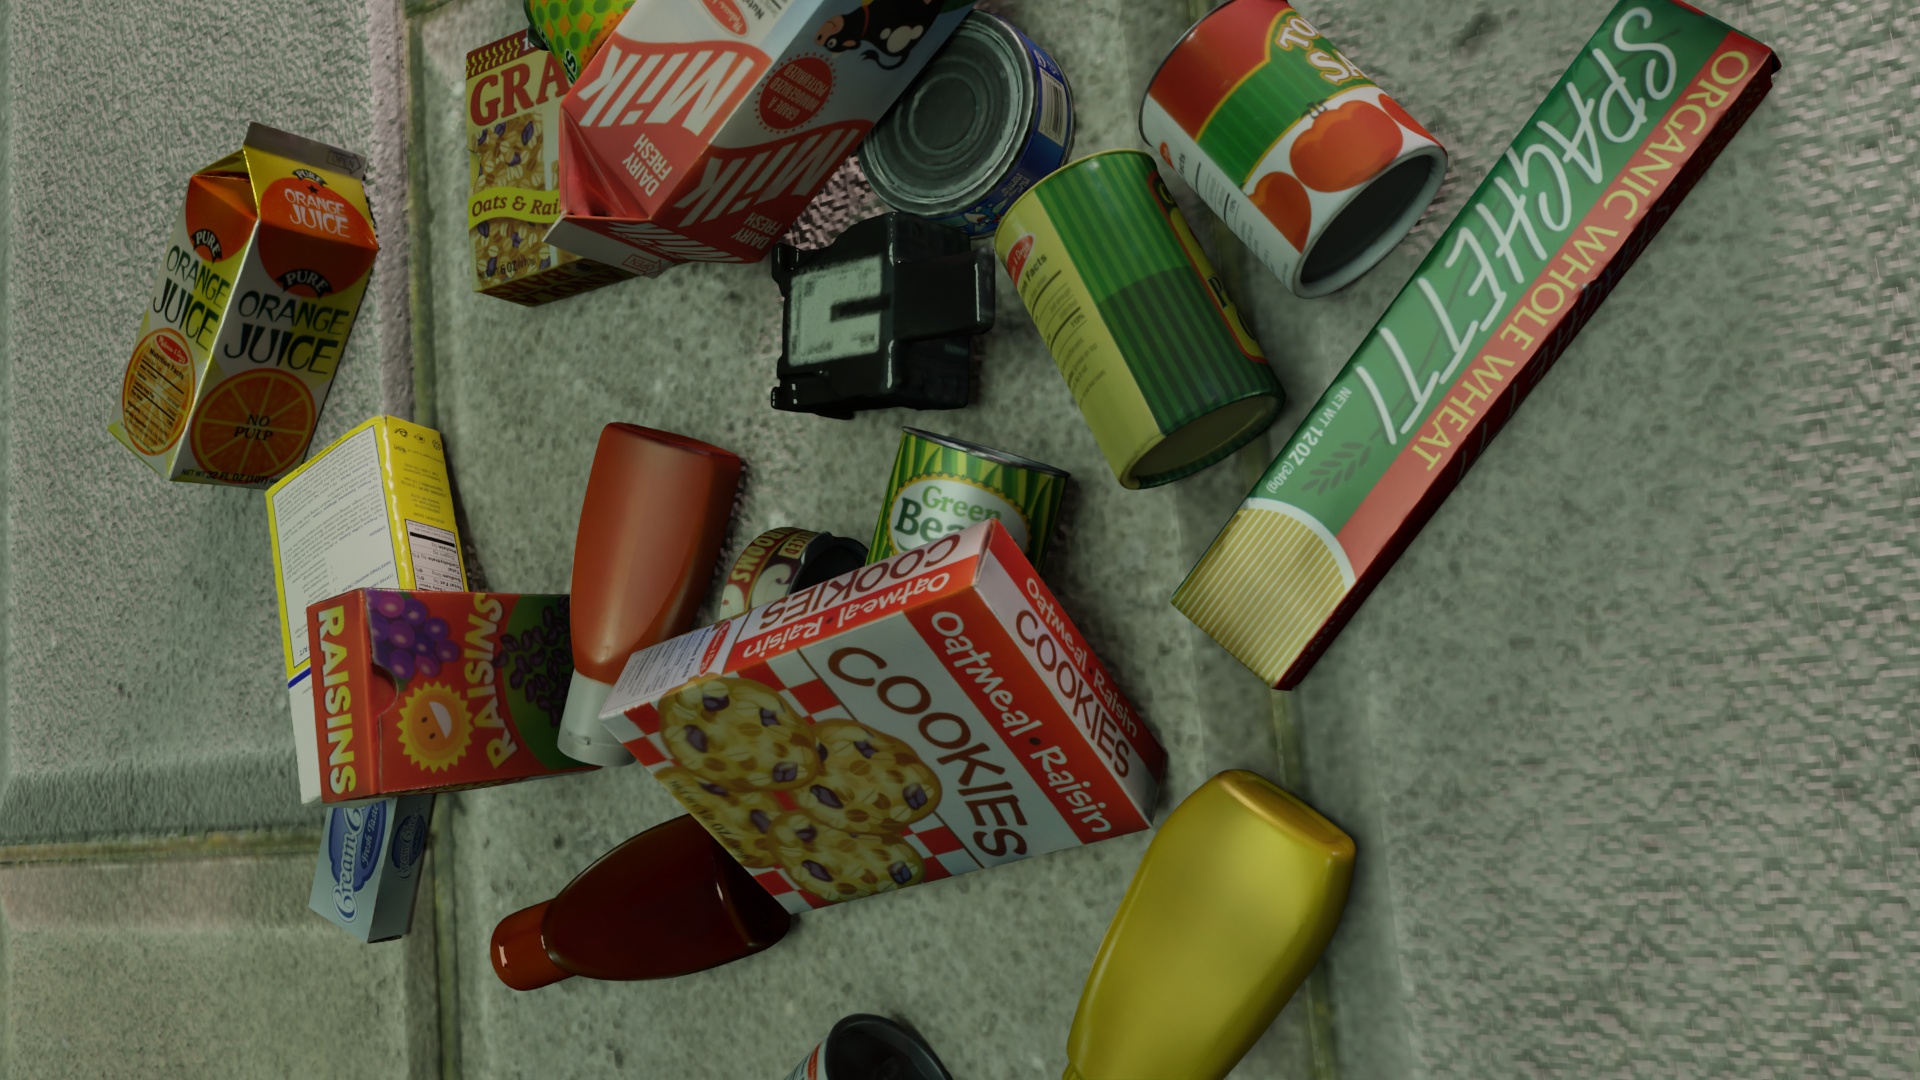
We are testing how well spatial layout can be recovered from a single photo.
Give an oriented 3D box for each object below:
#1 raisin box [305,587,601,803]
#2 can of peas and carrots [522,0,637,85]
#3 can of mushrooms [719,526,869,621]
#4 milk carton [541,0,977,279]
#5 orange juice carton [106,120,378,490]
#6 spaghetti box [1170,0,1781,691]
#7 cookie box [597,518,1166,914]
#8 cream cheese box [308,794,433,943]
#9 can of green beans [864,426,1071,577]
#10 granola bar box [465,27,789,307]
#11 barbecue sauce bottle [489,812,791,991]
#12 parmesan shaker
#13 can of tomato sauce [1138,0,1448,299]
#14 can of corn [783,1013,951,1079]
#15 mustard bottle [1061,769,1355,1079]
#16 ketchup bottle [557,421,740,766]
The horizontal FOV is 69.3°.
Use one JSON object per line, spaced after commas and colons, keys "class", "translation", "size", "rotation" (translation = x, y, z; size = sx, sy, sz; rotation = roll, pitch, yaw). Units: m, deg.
{"class": "raisin box", "translation": [-0.220, 0.067, 0.615], "size": [0.040, 0.123, 0.086], "rotation": [-14, 79, 29]}
{"class": "can of peas and carrots", "translation": [-0.140, -0.212, 0.576], "size": [0.070, 0.071, 0.059], "rotation": [-43, 68, 21]}
{"class": "can of mushrooms", "translation": [-0.064, 0.026, 0.559], "size": [0.033, 0.071, 0.071], "rotation": [11, 92, 32]}
{"class": "milk carton", "translation": [-0.084, -0.179, 0.542], "size": [0.190, 0.072, 0.073], "rotation": [-46, 68, 17]}
{"class": "orange juice carton", "translation": [-0.384, -0.128, 0.755], "size": [0.073, 0.072, 0.192], "rotation": [30, 101, 28]}
{"class": "spaghetti box", "translation": [0.162, -0.061, 0.457], "size": [0.050, 0.029, 0.249], "rotation": [42, 107, 25]}
{"class": "cookie box", "translation": [-0.028, 0.071, 0.511], "size": [0.167, 0.040, 0.122], "rotation": [-21, 121, 27]}
{"class": "cream cheese box", "translation": [-0.300, 0.147, 0.712], "size": [0.053, 0.024, 0.103], "rotation": [13, 93, 32]}
{"class": "can of green beans", "translation": [0.002, -0.007, 0.524], "size": [0.071, 0.071, 0.057], "rotation": [19, 96, 30]}
{"class": "granola bar box", "translation": [-0.160, -0.188, 0.649], "size": [0.165, 0.039, 0.124], "rotation": [-8, 82, 29]}
{"class": "barbecue sauce bottle", "translation": [-0.145, 0.164, 0.610], "size": [0.148, 0.044, 0.065], "rotation": [-24, 74, 27]}
{"class": "parmesan shaker", "translation": [0.063, -0.077, 0.497], "size": [0.071, 0.071, 0.103], "rotation": [-33, 72, 24]}
{"class": "can of tomato sauce", "translation": [0.113, -0.135, 0.470], "size": [0.071, 0.071, 0.083], "rotation": [-45, 67, 20]}
{"class": "can of corn", "translation": [-0.040, 0.229, 0.532], "size": [0.058, 0.071, 0.071], "rotation": [-49, 65, 19]}
{"class": "mustard bottle", "translation": [0.074, 0.158, 0.480], "size": [0.065, 0.049, 0.160], "rotation": [35, 104, 28]}
{"class": "ketchup bottle", "translation": [-0.146, 0.025, 0.620], "size": [0.065, 0.043, 0.148], "rotation": [17, 95, 18]}
